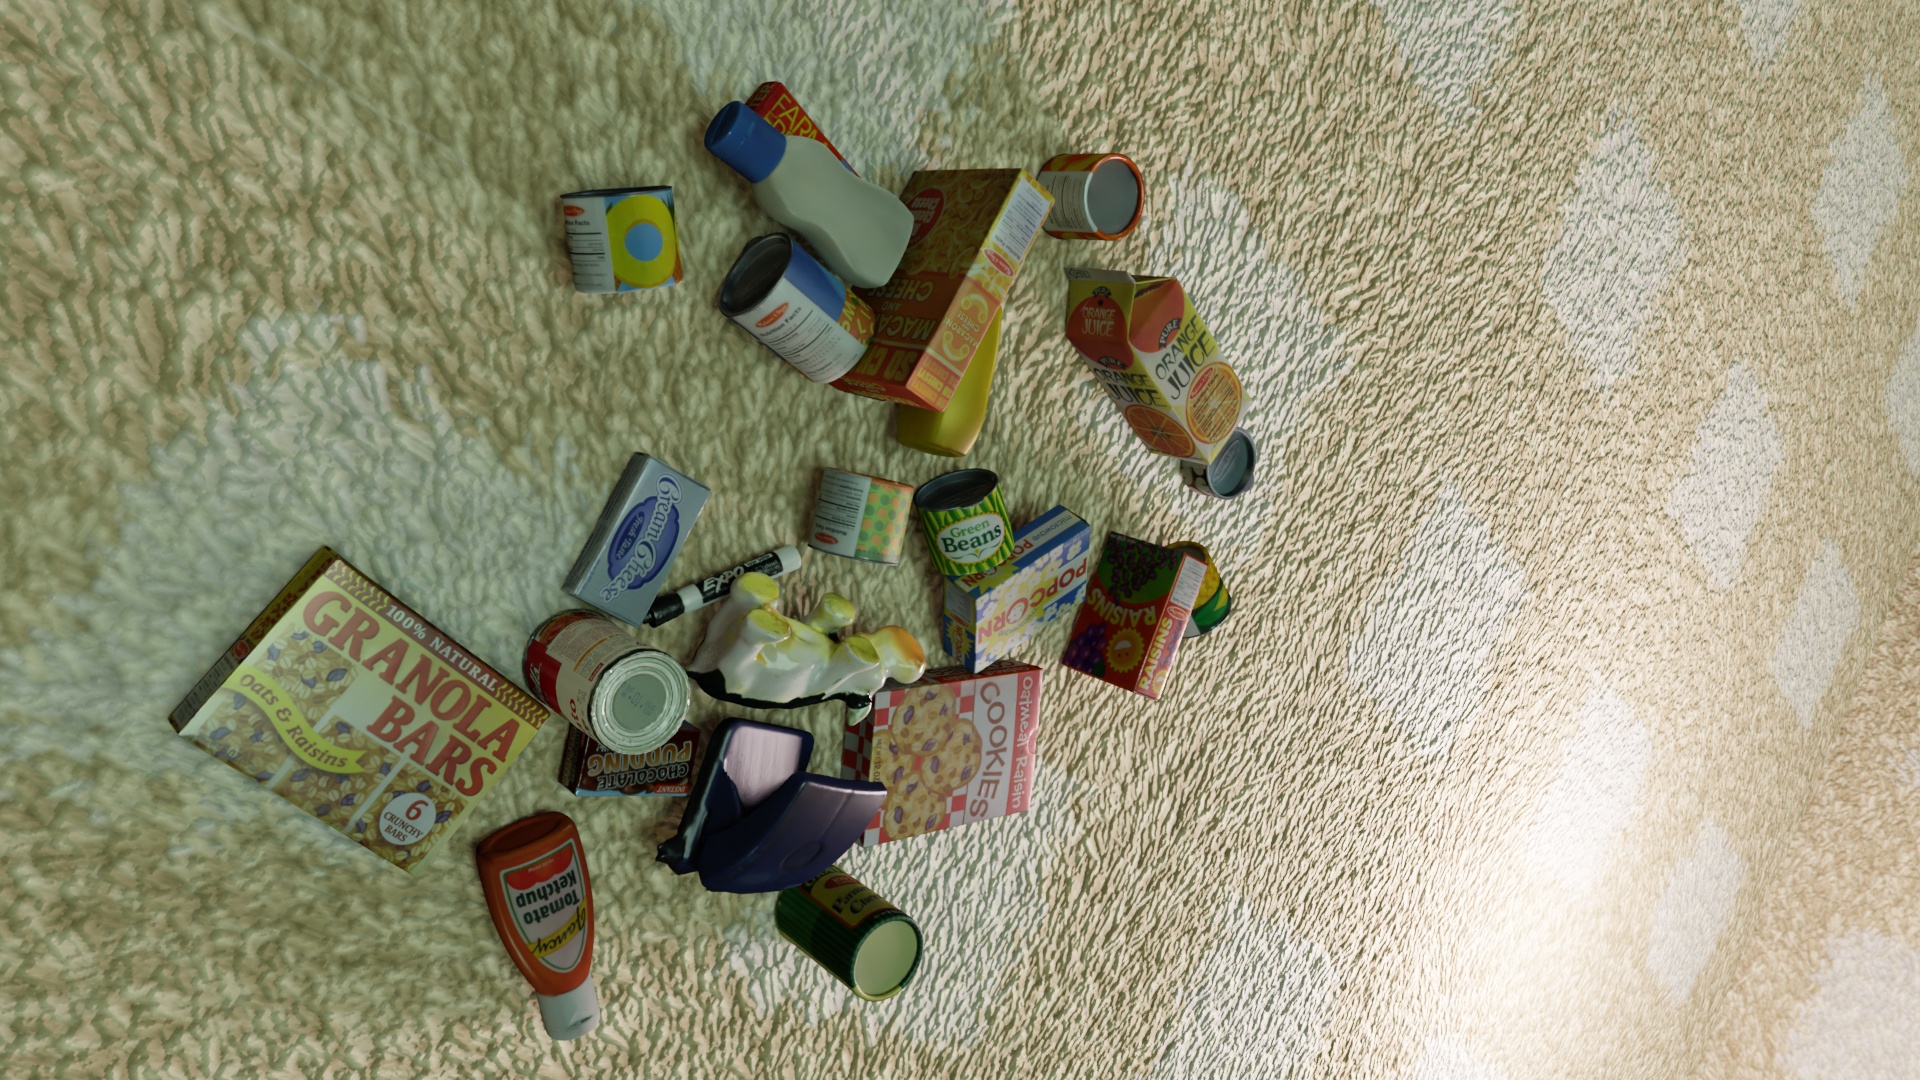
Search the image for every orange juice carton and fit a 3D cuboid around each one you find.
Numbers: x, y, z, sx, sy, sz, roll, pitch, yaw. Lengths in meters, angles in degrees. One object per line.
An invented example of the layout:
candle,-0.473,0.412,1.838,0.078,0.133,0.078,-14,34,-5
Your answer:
orange juice carton,0.155,-0.153,1.131,0.073,0.072,0.192,-54,128,-16

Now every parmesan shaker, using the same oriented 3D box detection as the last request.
parmesan shaker,-0.080,0.287,1.026,0.071,0.103,0.071,-11,107,-37

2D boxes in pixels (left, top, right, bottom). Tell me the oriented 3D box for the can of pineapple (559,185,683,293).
can of pineapple,-0.202,-0.182,0.838,0.071,0.071,0.057,-17,112,-35

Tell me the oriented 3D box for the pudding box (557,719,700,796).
pudding box,-0.220,0.144,0.926,0.084,0.030,0.049,10,96,-40

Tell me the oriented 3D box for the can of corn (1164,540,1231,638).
can of corn,0.198,0.041,1.217,0.071,0.071,0.058,-45,125,-22

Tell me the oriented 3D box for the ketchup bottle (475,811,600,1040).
ketchup bottle,-0.268,0.254,0.906,0.065,0.043,0.148,-21,114,-34

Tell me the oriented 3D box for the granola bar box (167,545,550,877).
granola bar box,-0.344,0.101,0.809,0.124,0.039,0.165,-53,127,-15

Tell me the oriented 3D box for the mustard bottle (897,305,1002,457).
mustard bottle,0.000,-0.141,1.015,0.049,0.065,0.160,19,85,-36

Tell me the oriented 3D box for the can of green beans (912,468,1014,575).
can of green beans,0.003,-0.014,1.045,0.071,0.071,0.057,-31,119,-29

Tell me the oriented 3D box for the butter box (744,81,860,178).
butter box,-0.109,-0.249,0.925,0.103,0.024,0.053,46,72,-36

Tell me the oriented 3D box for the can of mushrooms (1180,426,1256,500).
can of mushrooms,0.231,-0.069,1.239,0.071,0.033,0.071,-10,106,-37

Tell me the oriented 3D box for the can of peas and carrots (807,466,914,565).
can of peas and carrots,-0.069,-0.017,0.987,0.071,0.071,0.058,10,94,-40

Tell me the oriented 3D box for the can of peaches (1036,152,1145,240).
can of peaches,0.101,-0.265,1.069,0.071,0.058,0.071,-11,107,-36

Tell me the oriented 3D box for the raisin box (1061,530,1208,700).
raisin box,0.146,0.063,1.167,0.040,0.086,0.123,25,85,-45

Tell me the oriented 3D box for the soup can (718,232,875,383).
soup can,-0.108,-0.155,0.924,0.083,0.071,0.071,37,77,-39

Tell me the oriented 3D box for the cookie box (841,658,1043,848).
cookie box,-0.013,0.164,1.092,0.168,0.040,0.122,-3,103,-39

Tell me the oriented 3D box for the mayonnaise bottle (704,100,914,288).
mayonnaise bottle,-0.097,-0.225,0.897,0.148,0.041,0.065,32,74,-38

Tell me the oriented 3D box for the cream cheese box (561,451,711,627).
cream cheese box,-0.210,-0.001,0.903,0.053,0.024,0.104,33,79,-39

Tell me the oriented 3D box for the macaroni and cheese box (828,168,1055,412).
macaroni and cheese box,-0.021,-0.173,0.949,0.040,0.124,0.166,33,80,-38

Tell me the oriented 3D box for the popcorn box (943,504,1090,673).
popcorn box,0.045,0.037,1.093,0.127,0.038,0.084,-31,142,-30
